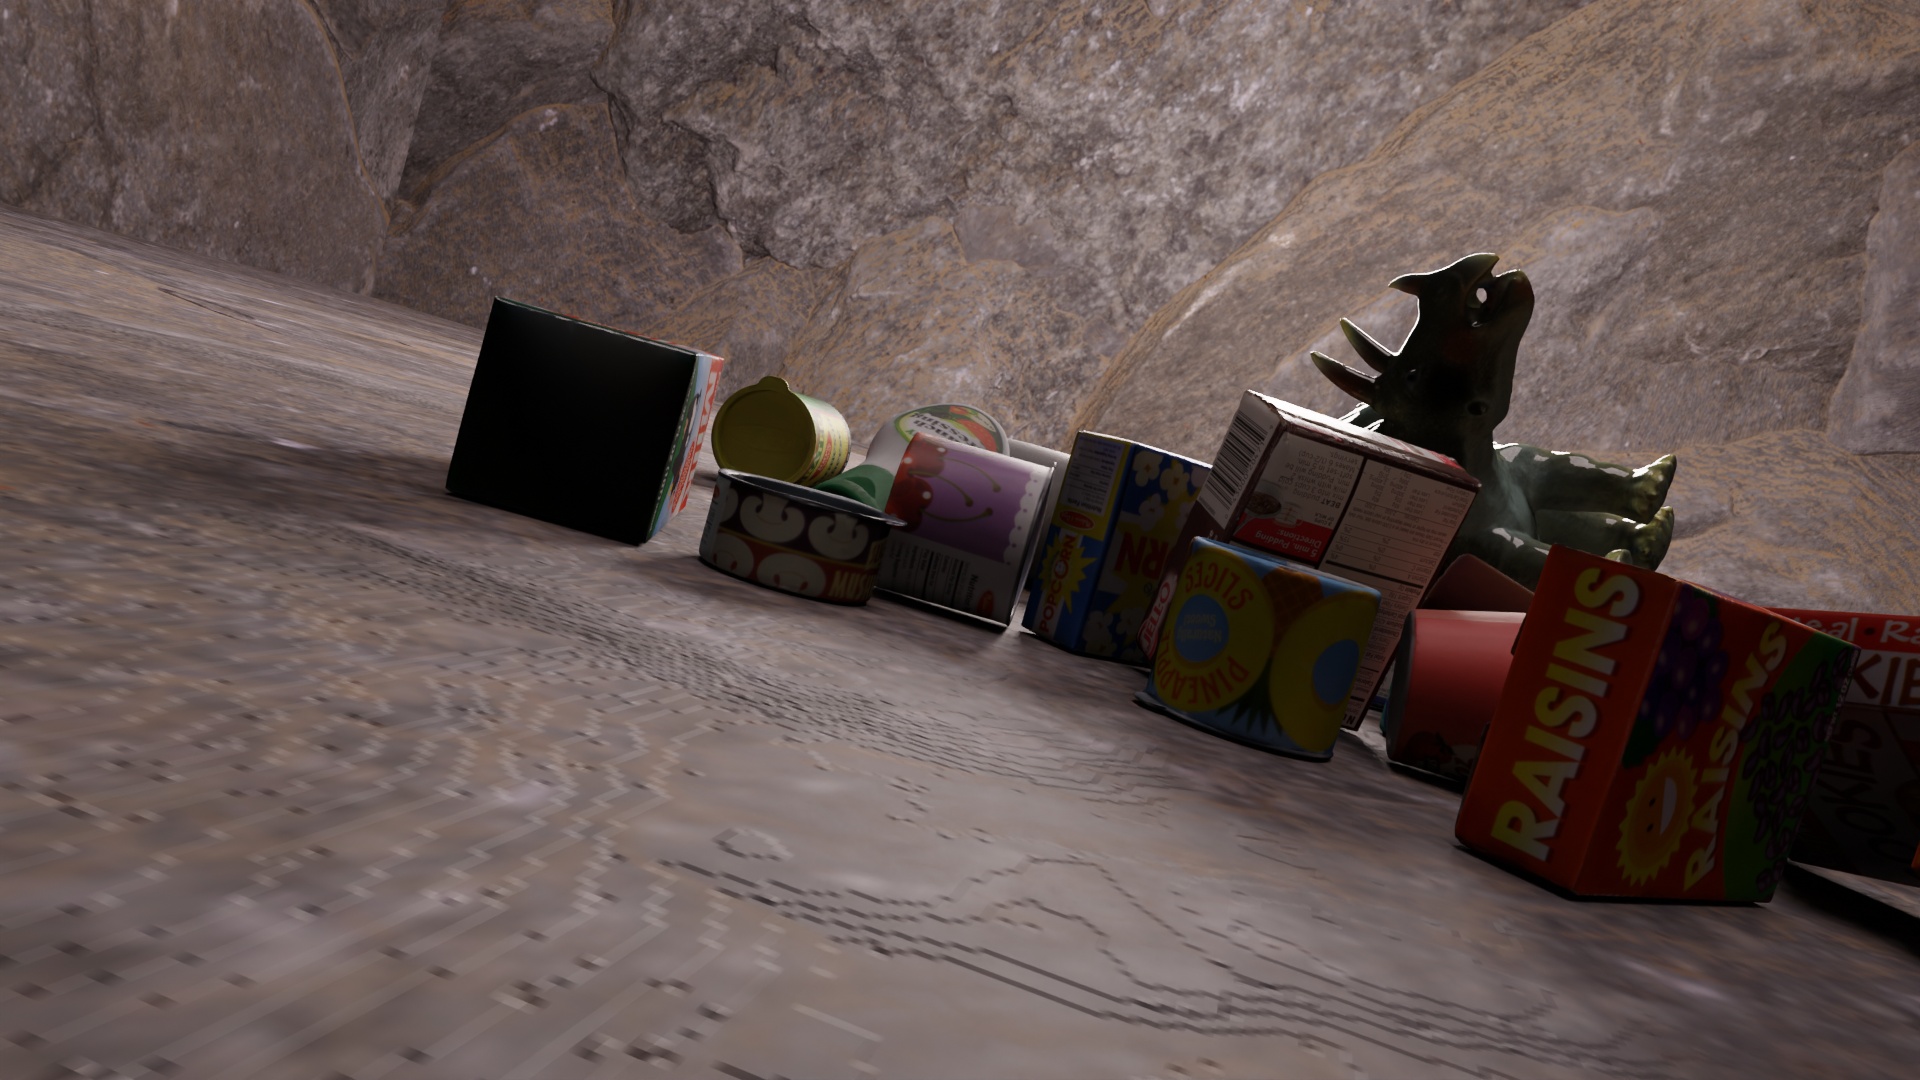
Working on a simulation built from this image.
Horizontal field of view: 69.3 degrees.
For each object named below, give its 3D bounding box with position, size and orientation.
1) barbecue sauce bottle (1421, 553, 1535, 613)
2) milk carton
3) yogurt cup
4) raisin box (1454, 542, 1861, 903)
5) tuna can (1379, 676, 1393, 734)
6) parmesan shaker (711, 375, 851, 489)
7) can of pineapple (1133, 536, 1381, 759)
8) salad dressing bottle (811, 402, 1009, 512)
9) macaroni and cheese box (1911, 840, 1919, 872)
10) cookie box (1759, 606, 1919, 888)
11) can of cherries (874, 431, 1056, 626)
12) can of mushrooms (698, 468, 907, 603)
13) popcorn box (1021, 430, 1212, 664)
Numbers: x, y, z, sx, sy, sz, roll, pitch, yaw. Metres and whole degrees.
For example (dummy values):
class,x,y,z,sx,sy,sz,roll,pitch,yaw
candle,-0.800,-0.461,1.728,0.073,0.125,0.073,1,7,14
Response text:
class,x,y,z,sx,sy,sz,roll,pitch,yaw
barbecue sauce bottle,0.267,0.065,0.588,0.149,0.044,0.064,37,-12,29
milk carton,-0.144,-0.052,0.572,0.073,0.072,0.191,15,4,-7
yogurt cup,0.182,0.055,0.489,0.054,0.072,0.072,9,2,13
raisin box,0.200,0.055,0.394,0.123,0.086,0.040,13,6,-39
tuna can,0.204,0.071,0.559,0.071,0.033,0.071,16,4,-1
parmesan shaker,-0.112,-0.066,0.894,0.071,0.071,0.103,17,4,8
can of pineapple,0.100,0.035,0.466,0.071,0.058,0.071,16,4,-1
salad dressing bottle,-0.025,-0.027,0.646,0.064,0.043,0.148,32,27,11
macaroni and cheese box,0.343,0.081,0.333,0.124,0.040,0.165,29,-21,13
cookie box,0.336,0.076,0.449,0.122,0.040,0.167,44,-22,-27
can of cherries,0.002,-0.007,0.558,0.058,0.071,0.071,16,4,5
can of mushrooms,-0.058,-0.001,0.505,0.071,0.033,0.071,16,3,-1
popcorn box,0.093,0.010,0.582,0.127,0.085,0.038,13,4,-37
